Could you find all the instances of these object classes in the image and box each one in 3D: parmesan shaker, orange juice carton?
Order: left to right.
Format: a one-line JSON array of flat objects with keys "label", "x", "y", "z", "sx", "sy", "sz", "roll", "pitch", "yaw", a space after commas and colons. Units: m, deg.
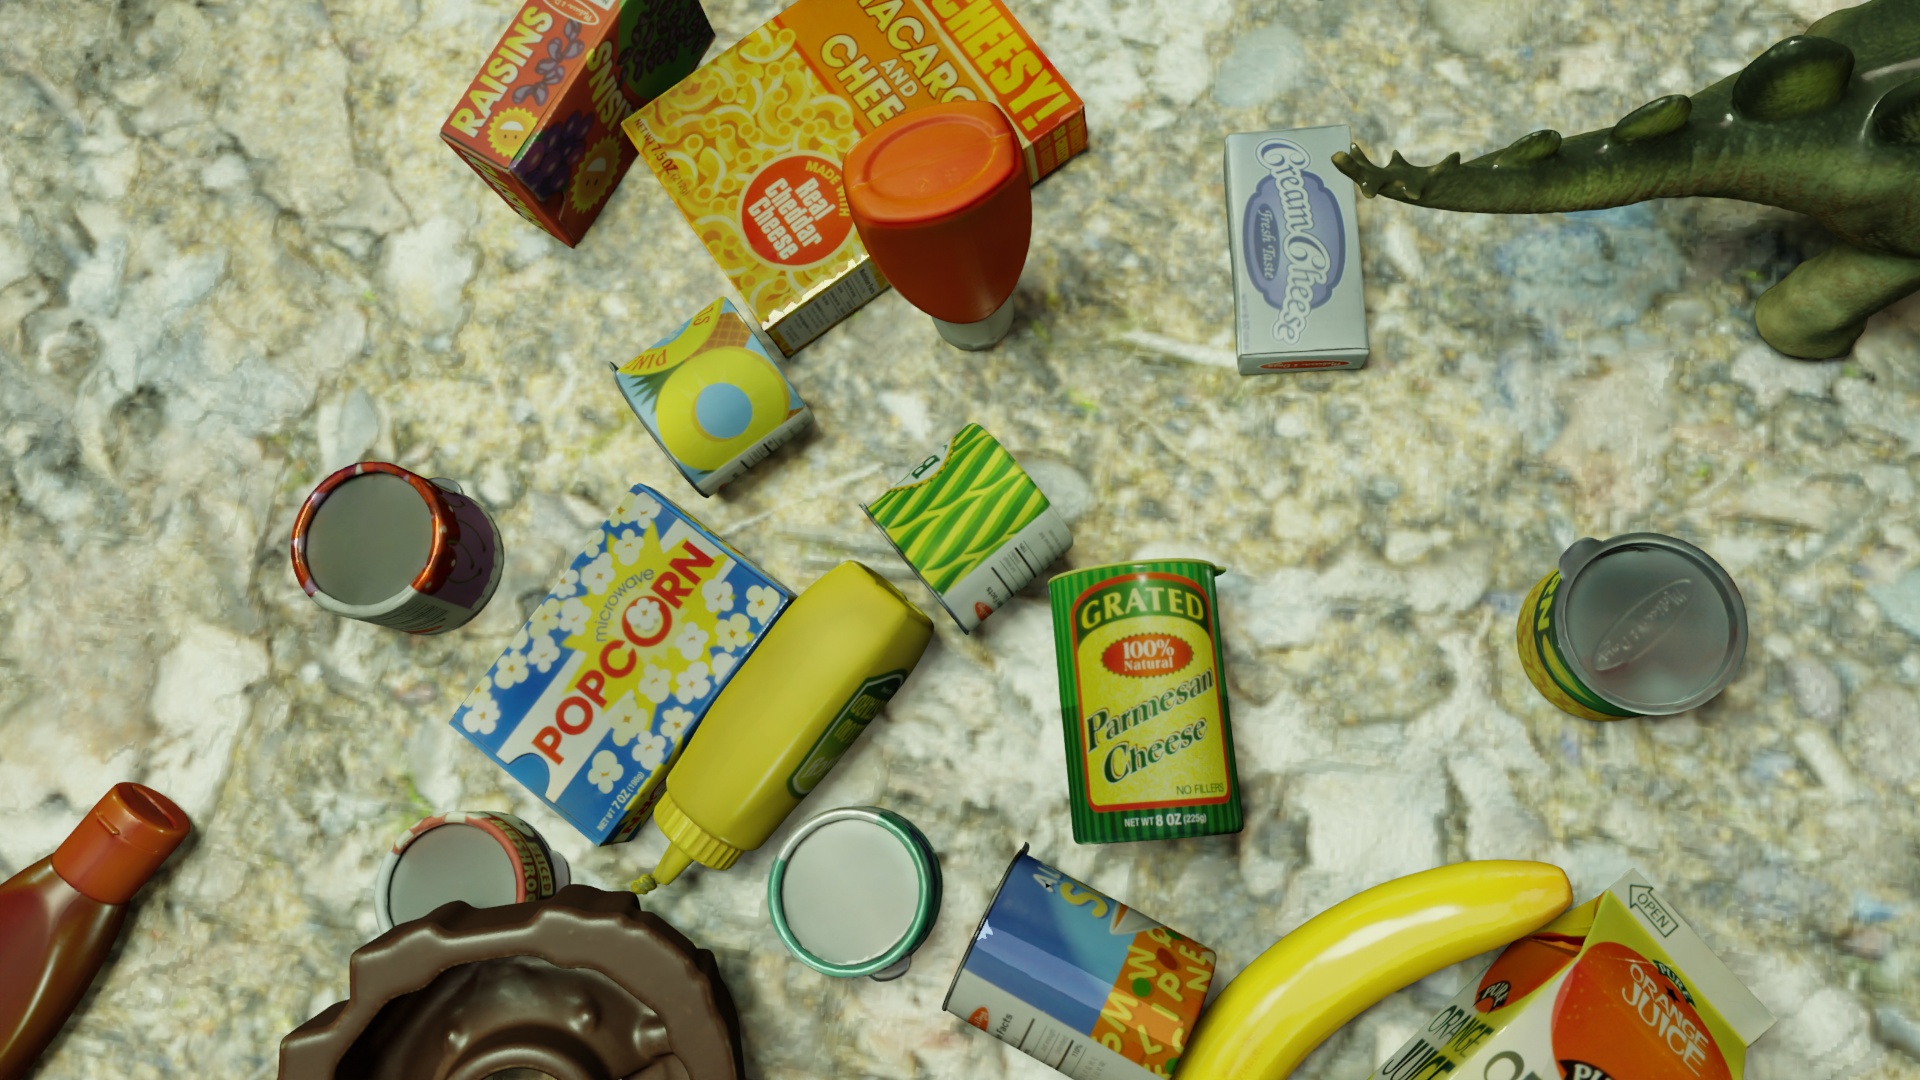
[{"label": "parmesan shaker", "x": 0.074, "y": 0.063, "z": 0.538, "sx": 0.071, "sy": 0.071, "sz": 0.103, "roll": -6, "pitch": 78, "yaw": 6}, {"label": "orange juice carton", "x": 0.194, "y": 0.207, "z": 0.490, "sx": 0.193, "sy": 0.073, "sz": 0.072, "roll": -42, "pitch": 78, "yaw": -3}]

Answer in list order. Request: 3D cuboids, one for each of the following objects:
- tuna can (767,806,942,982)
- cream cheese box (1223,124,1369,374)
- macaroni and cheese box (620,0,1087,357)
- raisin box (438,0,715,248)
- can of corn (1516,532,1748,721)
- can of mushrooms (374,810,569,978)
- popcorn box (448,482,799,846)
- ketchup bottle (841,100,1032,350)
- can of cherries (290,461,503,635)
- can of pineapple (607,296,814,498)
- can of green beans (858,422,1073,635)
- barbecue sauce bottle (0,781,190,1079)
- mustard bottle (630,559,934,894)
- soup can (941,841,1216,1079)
[{"label": "tuna can", "x": -0.041, "y": 0.141, "z": 0.553, "sx": 0.071, "sy": 0.033, "sz": 0.071, "roll": -1, "pitch": 78, "yaw": 7}, {"label": "cream cheese box", "x": 0.141, "y": -0.124, "z": 0.590, "sx": 0.053, "sy": 0.024, "sz": 0.104, "roll": -2, "pitch": 78, "yaw": 6}, {"label": "macaroni and cheese box", "x": -0.046, "y": -0.180, "z": 0.616, "sx": 0.166, "sy": 0.040, "sz": 0.124, "roll": -35, "pitch": 76, "yaw": -1}, {"label": "raisin box", "x": -0.164, "y": -0.202, "z": 0.611, "sx": 0.040, "sy": 0.086, "sz": 0.123, "roll": 30, "pitch": 84, "yaw": 7}, {"label": "can of corn", "x": 0.250, "y": 0.033, "z": 0.527, "sx": 0.071, "sy": 0.058, "sz": 0.071, "roll": -1, "pitch": 79, "yaw": 7}, {"label": "can of mushrooms", "x": -0.201, "y": 0.144, "z": 0.571, "sx": 0.071, "sy": 0.033, "sz": 0.071, "roll": -1, "pitch": 78, "yaw": 7}, {"label": "popcorn box", "x": -0.137, "y": 0.051, "z": 0.580, "sx": 0.085, "sy": 0.038, "sz": 0.127, "roll": 36, "pitch": 84, "yaw": 11}, {"label": "ketchup bottle", "x": -0.002, "y": -0.114, "z": 0.541, "sx": 0.065, "sy": 0.148, "sz": 0.043, "roll": -18, "pitch": 77, "yaw": 2}, {"label": "can of cherries", "x": -0.239, "y": 0.002, "z": 0.592, "sx": 0.071, "sy": 0.058, "sz": 0.071, "roll": -1, "pitch": 79, "yaw": 7}, {"label": "can of pineapple", "x": -0.104, "y": -0.062, "z": 0.584, "sx": 0.058, "sy": 0.071, "sz": 0.071, "roll": -36, "pitch": 77, "yaw": -2}, {"label": "can of green beans", "x": 0.003, "y": -0.005, "z": 0.561, "sx": 0.058, "sy": 0.071, "sz": 0.071, "roll": -40, "pitch": 77, "yaw": -3}, {"label": "barbecue sauce bottle", "x": -0.390, "y": 0.170, "z": 0.583, "sx": 0.065, "sy": 0.043, "sz": 0.148, "roll": 38, "pitch": 84, "yaw": 12}, {"label": "mustard bottle", "x": -0.076, "y": 0.082, "z": 0.556, "sx": 0.049, "sy": 0.065, "sz": 0.160, "roll": 39, "pitch": 91, "yaw": 18}, {"label": "soup can", "x": 0.046, "y": 0.163, "z": 0.522, "sx": 0.084, "sy": 0.071, "sz": 0.071, "roll": 25, "pitch": 83, "yaw": 10}]
